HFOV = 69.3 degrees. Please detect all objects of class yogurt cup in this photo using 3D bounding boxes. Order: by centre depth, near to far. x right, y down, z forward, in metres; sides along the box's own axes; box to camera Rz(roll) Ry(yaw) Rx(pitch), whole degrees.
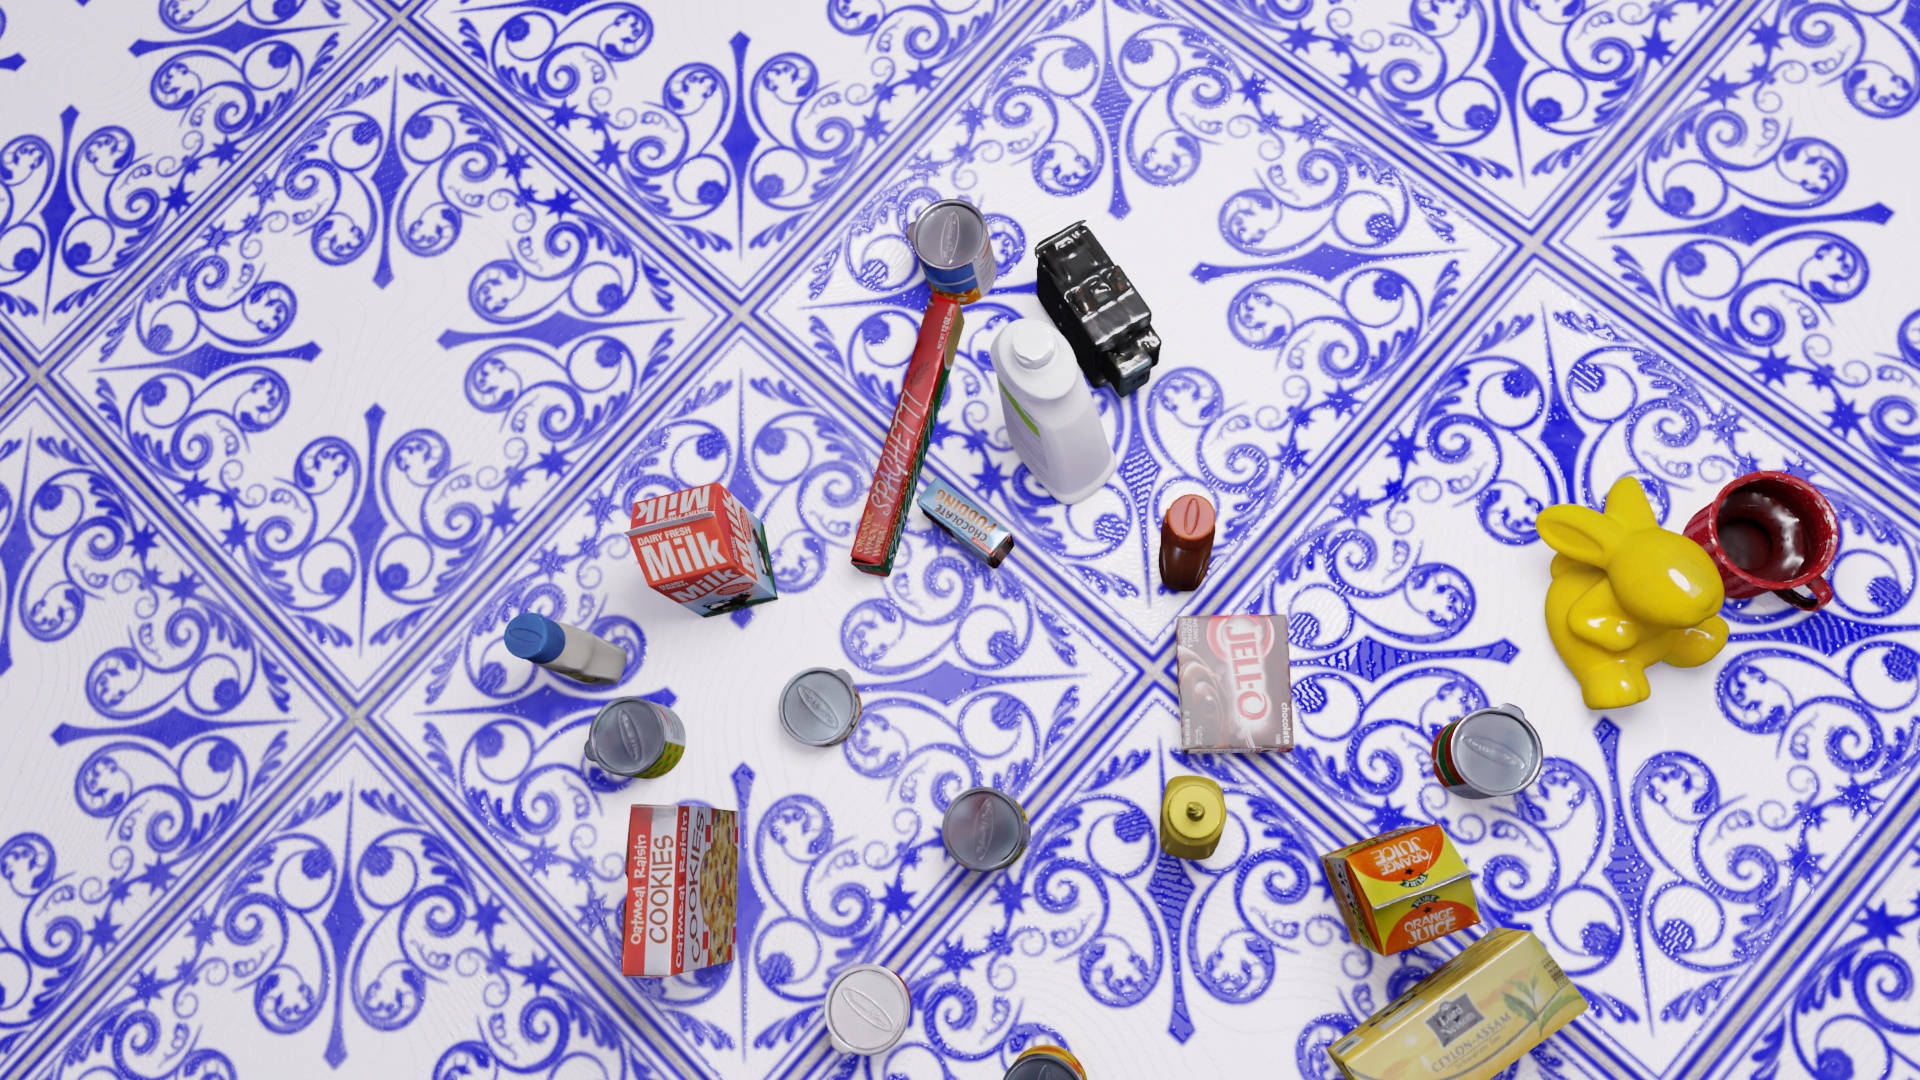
[{"bbox_3d":[-0.070,0.370,1.103,0.072,0.054,0.072,-2,77,7],"label":"yogurt cup"}]

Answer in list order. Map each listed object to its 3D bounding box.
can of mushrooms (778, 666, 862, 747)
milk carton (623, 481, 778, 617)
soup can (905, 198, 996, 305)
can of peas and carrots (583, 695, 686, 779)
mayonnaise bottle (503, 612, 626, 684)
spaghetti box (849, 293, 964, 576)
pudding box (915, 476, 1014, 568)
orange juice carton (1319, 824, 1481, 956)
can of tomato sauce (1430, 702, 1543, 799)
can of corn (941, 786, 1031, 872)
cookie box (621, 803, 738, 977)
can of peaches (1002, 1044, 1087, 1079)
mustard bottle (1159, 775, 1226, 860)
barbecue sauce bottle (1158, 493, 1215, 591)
[{"bbox_3d":[-0.116,0.140,1.175,0.071,0.033,0.071,-2,77,7],"label":"can of mushrooms"},{"bbox_3d":[-0.211,0.006,1.137,0.072,0.190,0.073,-14,76,4],"label":"milk carton"},{"bbox_3d":[-0.007,-0.254,1.229,0.071,0.083,0.071,-2,77,7],"label":"soup can"},{"bbox_3d":[-0.274,0.169,1.174,0.071,0.058,0.071,-2,77,7],"label":"can of peas and carrots"},{"bbox_3d":[-0.331,0.090,1.154,0.065,0.148,0.041,11,79,10],"label":"mayonnaise bottle"},{"bbox_3d":[-0.045,-0.091,1.212,0.029,0.050,0.250,14,79,10],"label":"spaghetti box"},{"bbox_3d":[0.004,-0.015,1.188,0.084,0.049,0.030,38,84,14],"label":"pudding box"},{"bbox_3d":[0.319,0.253,1.011,0.072,0.192,0.073,-20,76,2],"label":"orange juice carton"},{"bbox_3d":[0.406,0.165,1.078,0.071,0.083,0.071,-2,77,7],"label":"can of tomato sauce"},{"bbox_3d":[0.024,0.234,1.122,0.071,0.058,0.071,-2,77,7],"label":"can of corn"},{"bbox_3d":[-0.216,0.271,1.087,0.040,0.167,0.123,-2,77,7],"label":"cookie box"},{"bbox_3d":[0.067,0.427,1.070,0.071,0.058,0.071,-2,77,7],"label":"can of peaches"},{"bbox_3d":[0.177,0.209,1.056,0.049,0.160,0.065,6,78,9],"label":"mustard bottle"},{"bbox_3d":[0.182,-0.002,1.112,0.044,0.148,0.065,9,79,9],"label":"barbecue sauce bottle"}]
